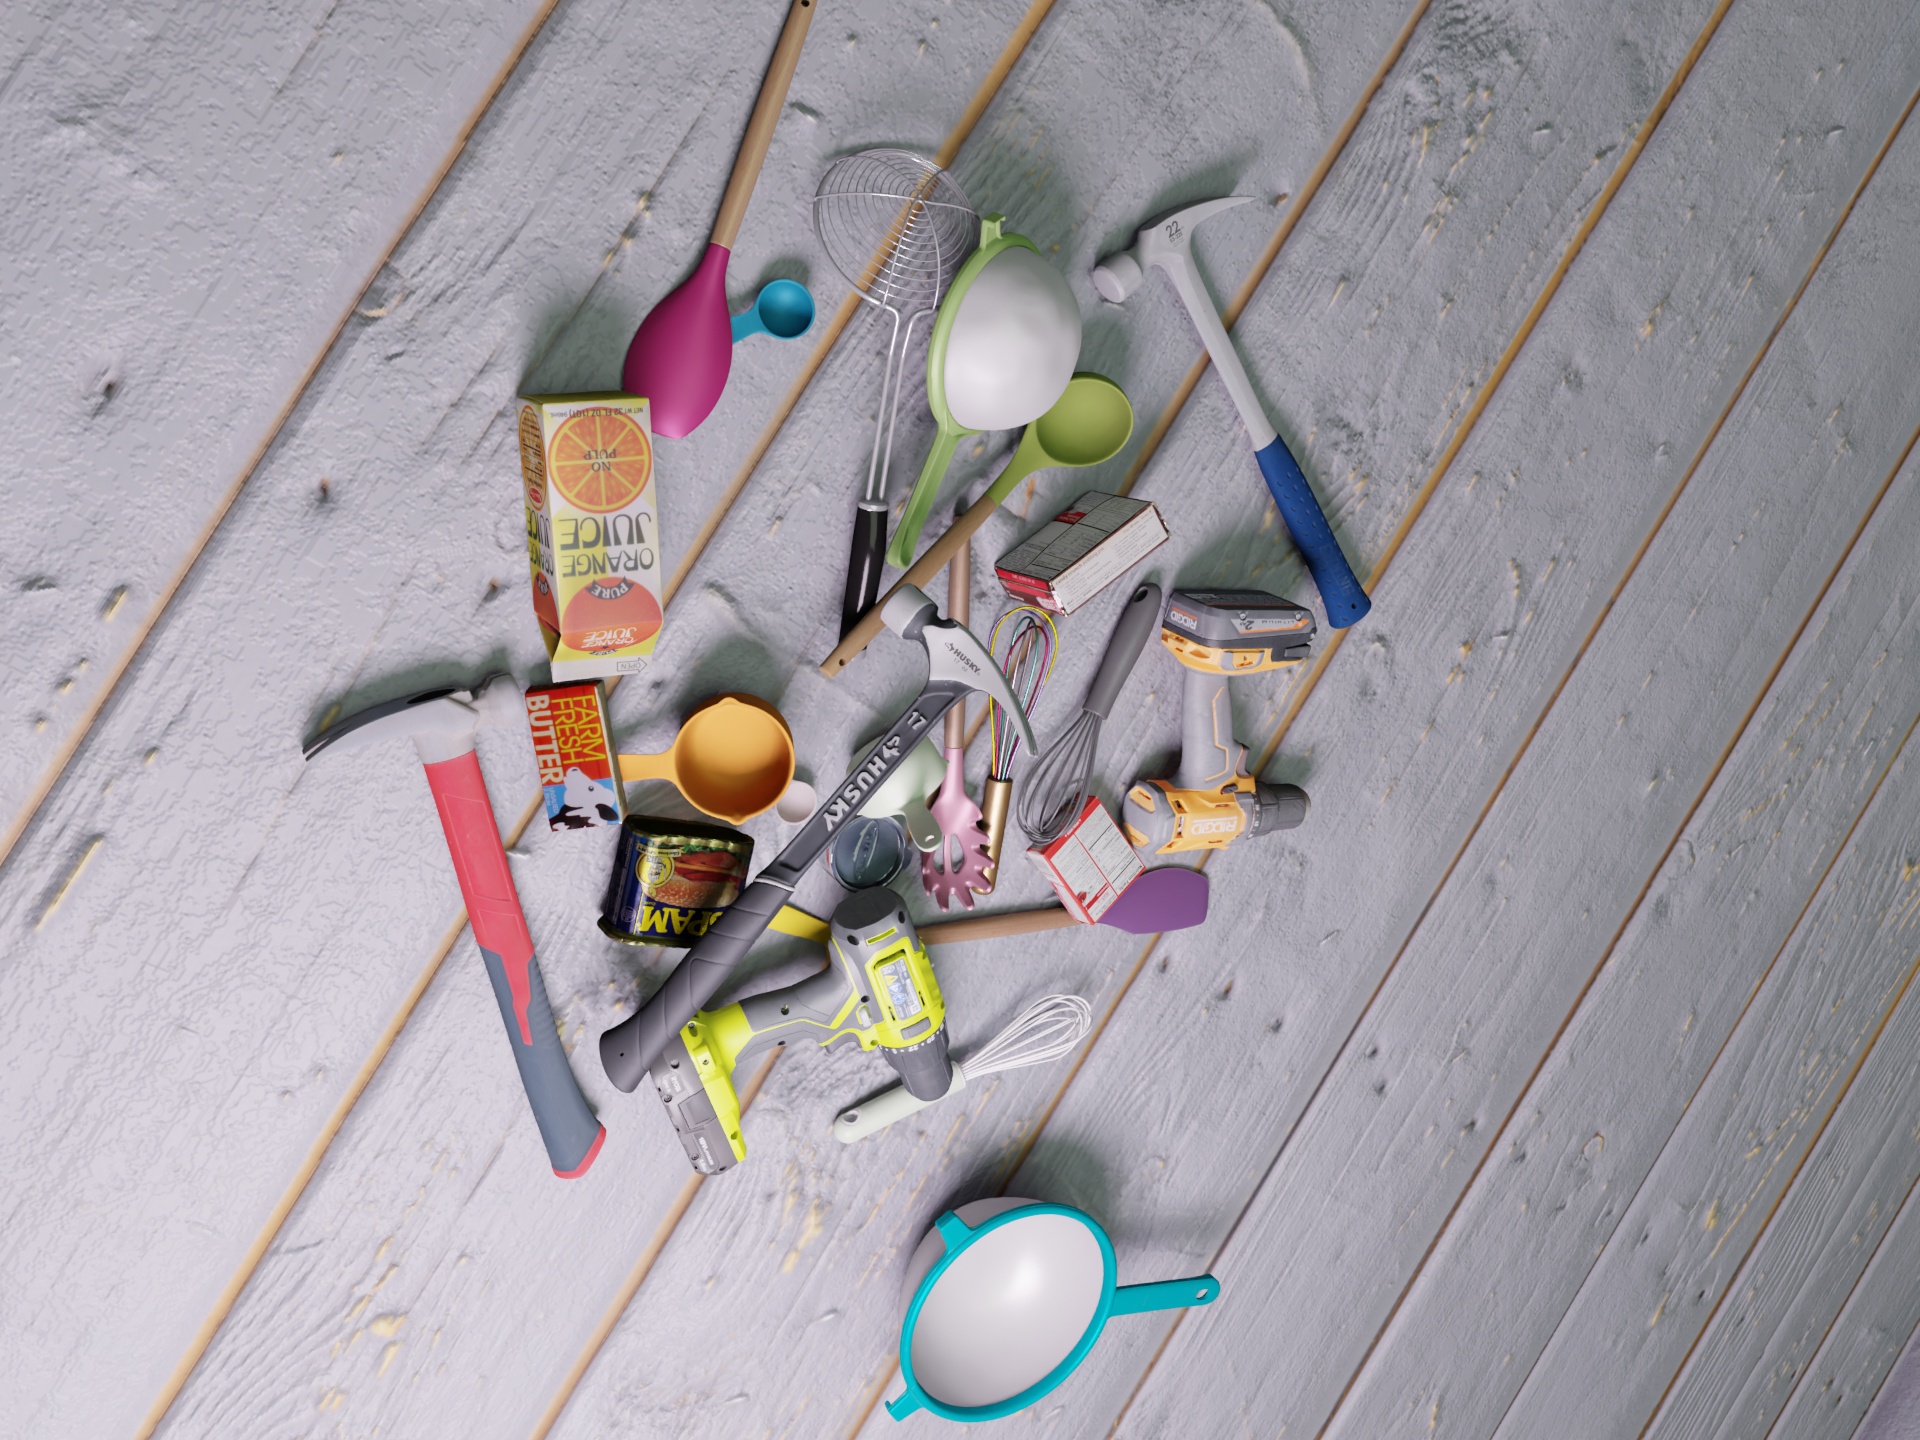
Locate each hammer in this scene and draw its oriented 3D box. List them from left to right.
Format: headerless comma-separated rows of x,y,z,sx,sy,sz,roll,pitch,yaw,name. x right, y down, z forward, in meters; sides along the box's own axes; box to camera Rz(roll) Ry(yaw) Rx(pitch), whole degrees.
-0.337,0.165,1.125,0.143,0.038,0.386,-19,113,-22,hammer
-0.114,0.104,1.116,0.409,0.149,0.036,-49,166,6,hammer
0.256,-0.246,1.331,0.144,0.035,0.405,-41,120,-12,hammer

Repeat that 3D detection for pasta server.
-0.002,-0.004,1.260,0.060,0.040,0.316,-2,105,-17,pasta server

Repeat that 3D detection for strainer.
0.023,-0.221,1.149,0.256,0.069,0.151,-67,155,0,strainer
0.079,0.499,1.420,0.340,0.095,0.211,7,104,-32,strainer

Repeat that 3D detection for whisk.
0.005,0.297,1.348,0.246,0.058,0.059,-23,122,-17,whisk
0.039,0.027,1.290,0.047,0.051,0.245,-2,108,-34,whisk
0.110,-0.007,1.318,0.055,0.055,0.239,29,84,-32,whisk

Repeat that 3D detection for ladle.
0.012,-0.145,1.196,0.320,0.062,0.078,-47,127,-16,ladle

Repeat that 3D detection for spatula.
0.088,0.168,1.371,0.315,0.018,0.059,-4,102,-29,spatula

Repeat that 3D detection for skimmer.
-0.063,-0.226,1.166,0.127,0.090,0.363,0,115,-24,skimmer

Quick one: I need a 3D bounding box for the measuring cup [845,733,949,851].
-0.042,0.051,1.180,0.083,0.168,0.038,-29,112,-2,measuring cup

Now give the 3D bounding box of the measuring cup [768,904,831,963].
-0.113,0.168,1.252,0.156,0.029,0.062,26,91,-35,measuring cup

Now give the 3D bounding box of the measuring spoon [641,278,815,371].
-0.163,-0.270,1.109,0.128,0.021,0.042,-24,98,-11,measuring spoon

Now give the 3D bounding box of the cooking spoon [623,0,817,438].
-0.155,-0.346,1.081,0.068,0.017,0.319,19,92,-12,cooking spoon

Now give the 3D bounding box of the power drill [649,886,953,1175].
-0.118,0.253,1.230,0.228,0.080,0.190,-24,118,-13,power drill

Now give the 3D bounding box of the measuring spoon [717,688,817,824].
-0.150,0.026,1.204,0.034,0.018,0.124,-37,112,-15,measuring spoon

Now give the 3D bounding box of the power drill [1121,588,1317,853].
0.242,0.005,1.374,0.185,0.084,0.226,-1,109,-29,power drill

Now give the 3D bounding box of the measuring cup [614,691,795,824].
-0.206,0.025,1.156,0.173,0.052,0.095,-3,105,-2,measuring cup
